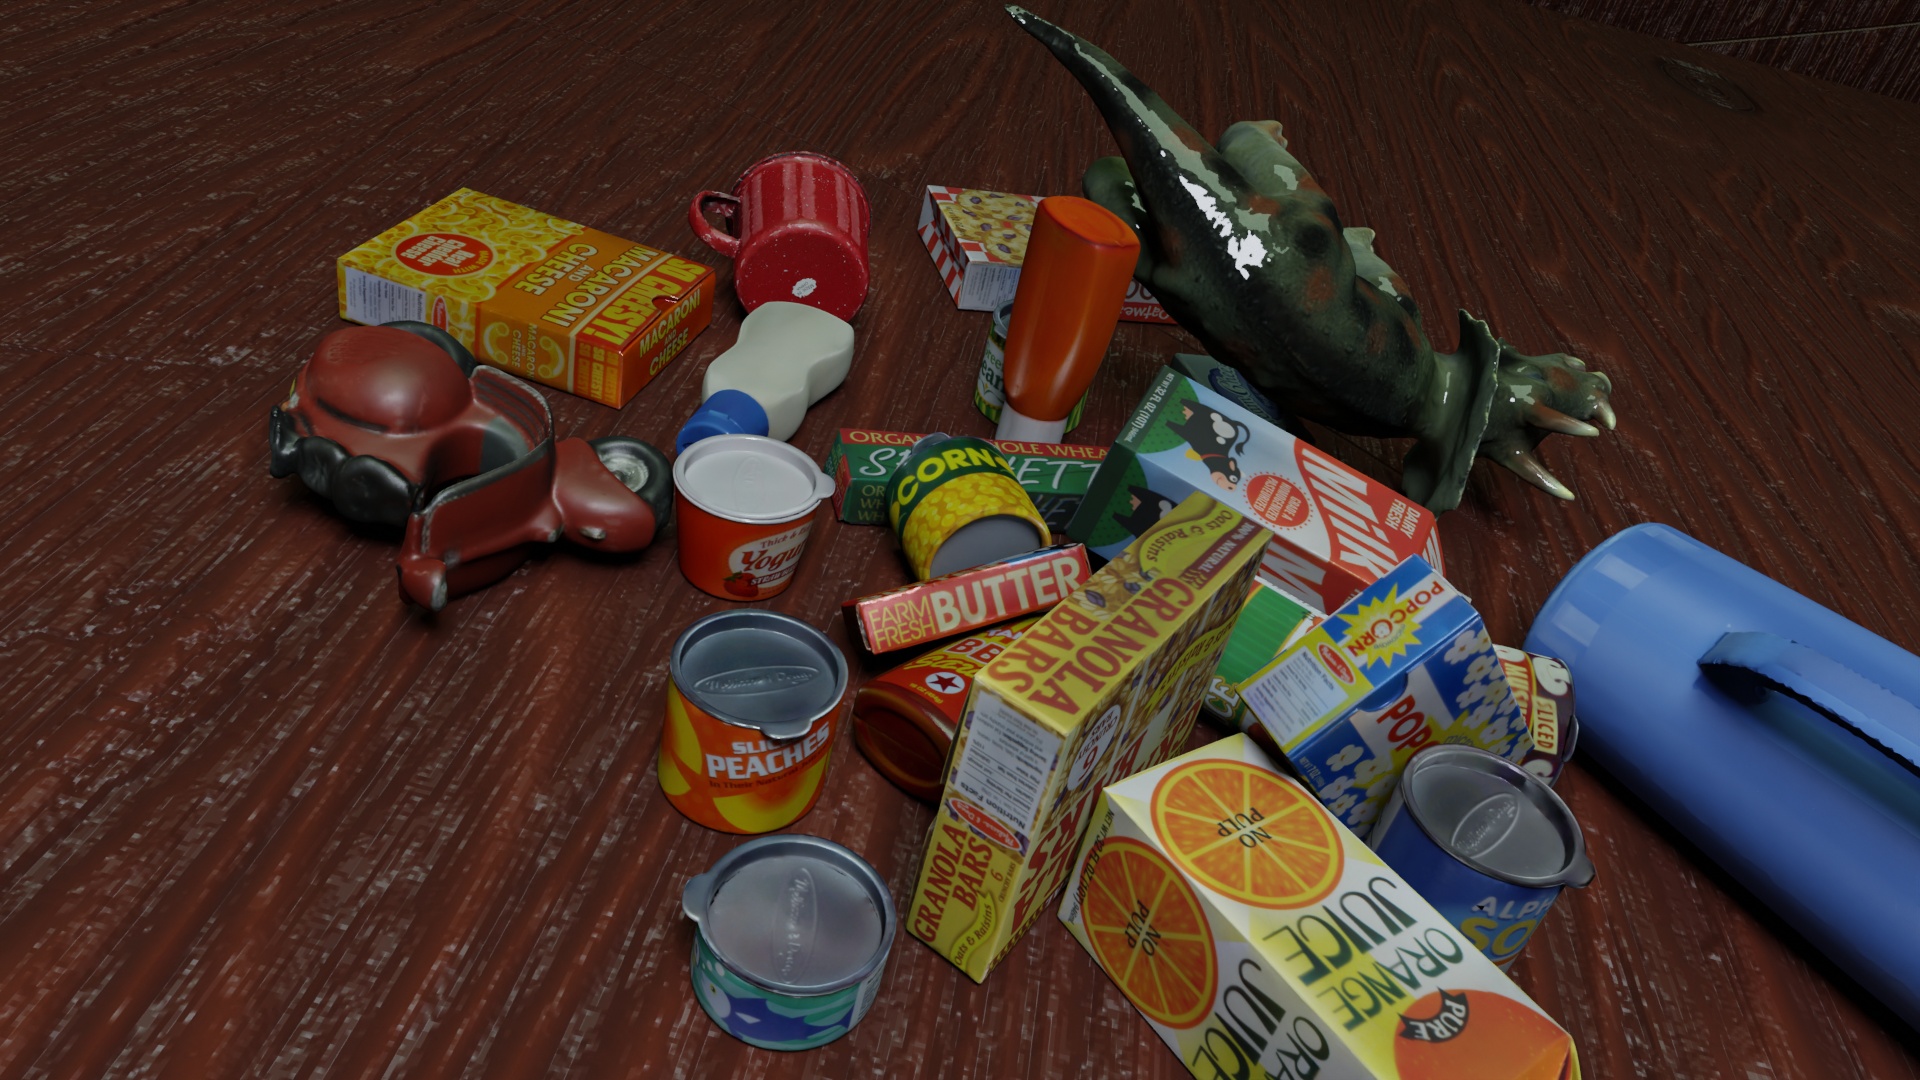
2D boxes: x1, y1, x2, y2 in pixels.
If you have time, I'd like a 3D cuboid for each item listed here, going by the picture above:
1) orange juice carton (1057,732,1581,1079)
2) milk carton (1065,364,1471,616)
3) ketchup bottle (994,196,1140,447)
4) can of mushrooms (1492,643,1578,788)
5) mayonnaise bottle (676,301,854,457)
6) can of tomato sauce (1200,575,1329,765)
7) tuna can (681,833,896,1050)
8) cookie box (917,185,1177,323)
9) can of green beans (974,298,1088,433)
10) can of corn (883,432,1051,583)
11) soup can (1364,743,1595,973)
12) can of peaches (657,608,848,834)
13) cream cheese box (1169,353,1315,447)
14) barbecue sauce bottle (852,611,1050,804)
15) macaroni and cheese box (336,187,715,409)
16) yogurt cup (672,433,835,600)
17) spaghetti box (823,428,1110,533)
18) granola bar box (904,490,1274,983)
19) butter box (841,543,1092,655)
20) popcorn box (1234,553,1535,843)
[{"bbox_3d":[0.125,0.159,0.463,0.073,0.071,0.193,-14,43,-35],"label":"orange juice carton"},{"bbox_3d":[0.157,0.002,0.675,0.191,0.073,0.073,30,47,6],"label":"milk carton"},{"bbox_3d":[0.050,-0.104,0.743,0.044,0.148,0.065,-9,41,-30],"label":"ketchup bottle"},{"bbox_3d":[0.245,0.081,0.621,0.033,0.070,0.071,14,34,1],"label":"can of mushrooms"},{"bbox_3d":[-0.107,-0.082,0.751,0.065,0.041,0.149,17,35,6],"label":"mayonnaise bottle"},{"bbox_3d":[0.131,0.055,0.621,0.083,0.070,0.071,31,38,21],"label":"can of tomato sauce"},{"bbox_3d":[-0.059,0.134,0.466,0.071,0.032,0.071,10,34,-7],"label":"tuna can"},{"bbox_3d":[0.066,-0.204,0.988,0.168,0.040,0.123,1,36,-19],"label":"cookie box"},{"bbox_3d":[0.045,-0.102,0.819,0.071,0.057,0.071,10,34,-7],"label":"can of green beans"},{"bbox_3d":[0.002,-0.008,0.658,0.071,0.070,0.058,-2,38,-23],"label":"can of corn"},{"bbox_3d":[0.182,0.130,0.514,0.071,0.083,0.072,10,35,-7],"label":"soup can"},{"bbox_3d":[-0.079,0.070,0.528,0.071,0.057,0.071,10,34,-7],"label":"can of peaches"},{"bbox_3d":[0.173,-0.081,0.865,0.053,0.024,0.104,0,37,-20],"label":"cream cheese box"},{"bbox_3d":[0.027,0.059,0.594,0.065,0.043,0.149,26,34,35],"label":"barbecue sauce bottle"},{"bbox_3d":[-0.240,-0.141,0.786,0.166,0.040,0.124,18,35,6],"label":"macaroni and cheese box"},{"bbox_3d":[-0.099,-0.009,0.637,0.072,0.053,0.073,10,34,-7],"label":"yogurt cup"},{"bbox_3d":[0.055,-0.028,0.742,0.250,0.028,0.050,3,36,-16],"label":"spaghetti box"},{"bbox_3d":[0.050,0.067,0.520,0.039,0.123,0.166,30,37,21],"label":"granola bar box"},{"bbox_3d":[0.002,0.025,0.607,0.104,0.024,0.053,-15,1,-13],"label":"butter box"},{"bbox_3d":[0.168,0.070,0.540,0.126,0.085,0.038,46,8,-48],"label":"popcorn box"}]
